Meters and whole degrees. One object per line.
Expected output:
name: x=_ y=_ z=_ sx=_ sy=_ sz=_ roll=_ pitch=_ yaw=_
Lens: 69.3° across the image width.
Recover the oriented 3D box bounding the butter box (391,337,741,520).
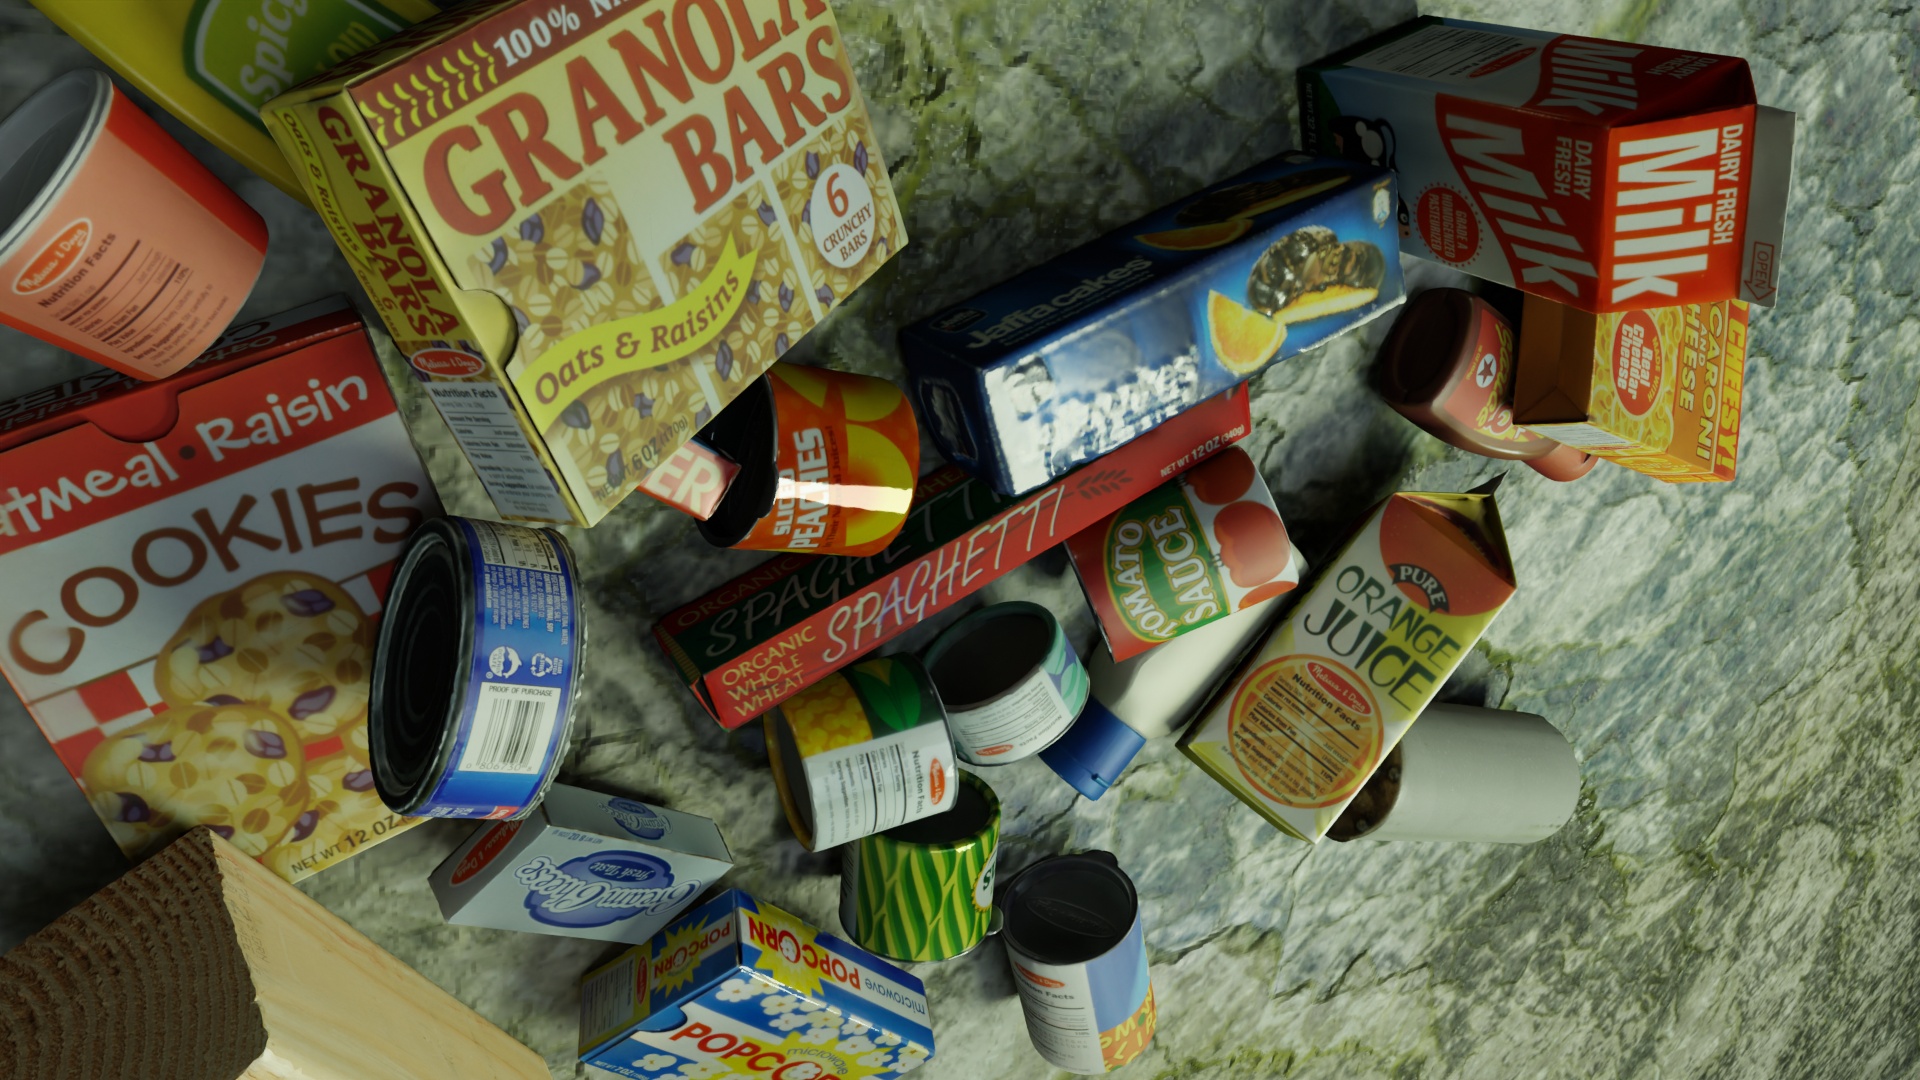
butter box: x=-0.124 y=-0.043 z=0.439 sx=0.103 sy=0.053 sz=0.024 roll=30 pitch=93 yaw=-39

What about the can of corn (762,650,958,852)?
can of corn: x=-0.041 y=0.081 z=0.546 sx=0.058 sy=0.071 sz=0.070 roll=-14 pitch=120 yaw=-20

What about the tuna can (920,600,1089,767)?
tuna can: x=0.016 y=0.056 z=0.573 sx=0.071 sy=0.071 sz=0.032 roll=-37 pitch=120 yaw=-12

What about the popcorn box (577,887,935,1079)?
popcorn box: x=-0.081 y=0.198 z=0.575 sx=0.085 sy=0.038 sz=0.126 roll=-33 pitch=132 yaw=18

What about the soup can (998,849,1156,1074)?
soup can: x=0.059 y=0.204 z=0.673 sx=0.071 sy=0.071 sz=0.083 roll=-26 pitch=125 yaw=-20

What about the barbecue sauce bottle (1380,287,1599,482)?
barbecue sauce bottle: x=0.268 y=-0.069 z=0.689 sx=0.148 sy=0.044 sz=0.065 roll=22 pitch=90 yaw=-39

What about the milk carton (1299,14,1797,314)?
milk carton: x=0.223 y=-0.144 z=0.528 sx=0.074 sy=0.191 sz=0.072 roll=-28 pitch=125 yaw=-19

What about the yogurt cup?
yogurt cup: x=-0.218 y=-0.077 z=0.356 sx=0.072 sy=0.072 sz=0.054 roll=-51 pitch=137 yaw=-2

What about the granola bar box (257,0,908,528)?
granola bar box: x=-0.089 y=-0.101 z=0.395 sx=0.166 sy=0.039 sz=0.123 roll=-51 pitch=133 yaw=-39

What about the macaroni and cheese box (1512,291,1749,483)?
macaroni and cheese box: x=0.338 y=-0.102 z=0.692 sx=0.166 sy=0.040 sz=0.123 roll=11 pitch=84 yaw=-40

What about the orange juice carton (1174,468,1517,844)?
orange juice carton: x=0.191 y=0.045 z=0.656 sx=0.193 sy=0.073 sz=0.071 roll=-50 pitch=172 yaw=-5

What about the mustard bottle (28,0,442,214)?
mustard bottle: x=-0.189 y=-0.135 z=0.354 sx=0.160 sy=0.049 sz=0.065 roll=31 pitch=88 yaw=-39

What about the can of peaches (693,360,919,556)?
can of peaches: x=-0.054 y=-0.027 z=0.482 sx=0.058 sy=0.071 sz=0.071 roll=5 pitch=110 yaw=-36

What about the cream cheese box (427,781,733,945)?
cream cheese box: x=-0.135 y=0.119 z=0.507 sx=0.053 sy=0.024 sz=0.103 roll=-43 pitch=147 yaw=9

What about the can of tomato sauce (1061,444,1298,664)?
can of tomato sauce: x=0.089 y=0.006 z=0.575 sx=0.083 sy=0.071 sz=0.071 roll=-23 pitch=126 yaw=3

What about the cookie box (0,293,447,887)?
cookie box: x=-0.213 y=0.024 z=0.422 sx=0.123 sy=0.040 sz=0.166 roll=-25 pitch=124 yaw=-21

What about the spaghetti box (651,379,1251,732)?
spaghetti box: x=0.002 y=-0.007 z=0.542 sx=0.251 sy=0.050 sz=0.028 roll=-29 pitch=124 yaw=-18

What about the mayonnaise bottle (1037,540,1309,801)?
mayonnaise bottle: x=0.094 y=0.051 z=0.637 sx=0.148 sy=0.041 sz=0.064 roll=-50 pitch=129 yaw=-1

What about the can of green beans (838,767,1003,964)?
can of green beans: x=-0.017 y=0.135 z=0.588 sx=0.071 sy=0.071 sz=0.057 roll=-9 pitch=117 yaw=-30
